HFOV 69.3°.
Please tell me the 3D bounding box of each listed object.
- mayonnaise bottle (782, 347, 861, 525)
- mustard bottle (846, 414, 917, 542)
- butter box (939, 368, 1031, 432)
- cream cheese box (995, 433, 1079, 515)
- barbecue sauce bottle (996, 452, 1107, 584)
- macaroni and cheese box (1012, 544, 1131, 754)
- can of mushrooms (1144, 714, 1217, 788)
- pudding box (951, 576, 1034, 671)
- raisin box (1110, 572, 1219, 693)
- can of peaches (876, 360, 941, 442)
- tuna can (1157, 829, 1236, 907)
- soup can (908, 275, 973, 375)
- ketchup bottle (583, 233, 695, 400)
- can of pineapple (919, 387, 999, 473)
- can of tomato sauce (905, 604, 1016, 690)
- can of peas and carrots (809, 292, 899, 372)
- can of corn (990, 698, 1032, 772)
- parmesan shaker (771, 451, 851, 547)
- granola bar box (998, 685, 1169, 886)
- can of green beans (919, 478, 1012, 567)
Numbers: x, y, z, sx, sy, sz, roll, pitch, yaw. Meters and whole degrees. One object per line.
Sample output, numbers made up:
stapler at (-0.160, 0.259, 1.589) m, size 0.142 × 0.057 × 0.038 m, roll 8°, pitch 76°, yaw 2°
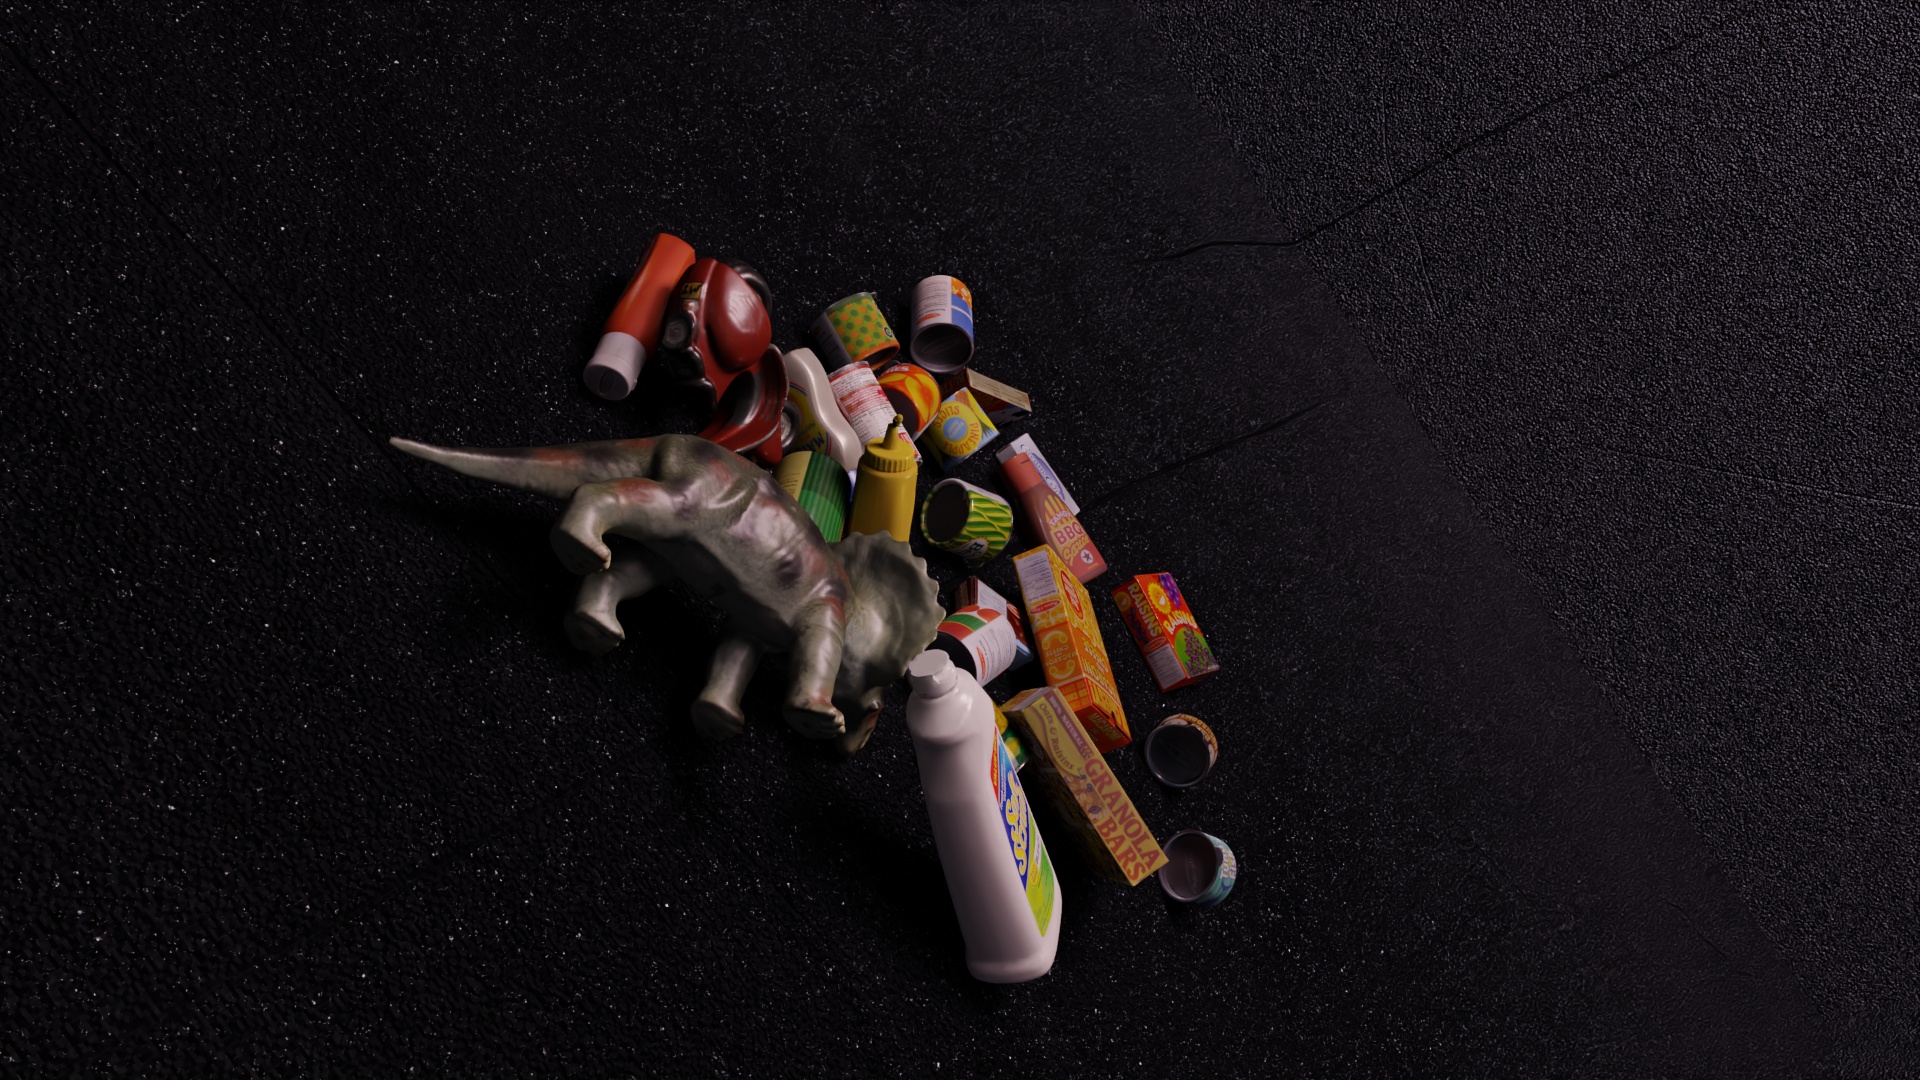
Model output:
mayonnaise bottle at (-0.118, -0.085, 1.169) m, size 0.148 × 0.064 × 0.041 m, roll 61°, pitch 28°, yaw 1°
mustard bottle at (-0.062, -0.031, 1.110) m, size 0.049 × 0.159 × 0.065 m, roll 13°, pitch 29°, yaw 5°
butter box at (0.022, -0.144, 1.437) m, size 0.103 × 0.053 × 0.024 m, roll 16°, pitch 51°, yaw -48°
cream cheese box at (0.082, -0.061, 1.473) m, size 0.104 × 0.024 × 0.053 m, roll 55°, pitch 28°, yaw -2°
barbecue sauce bottle at (0.089, -0.019, 1.420) m, size 0.065 × 0.043 × 0.148 m, roll -25°, pitch 82°, yaw -45°
macaroni and cheese box at (0.105, 0.102, 1.295) m, size 0.123 × 0.040 × 0.167 m, roll 45°, pitch 26°, yaw -56°
can of mushrooms at (0.218, 0.205, 1.364) m, size 0.071 × 0.071 × 0.033 m, roll 58°, pitch 28°, yaw 3°
pudding box at (0.030, 0.076, 1.256) m, size 0.083 × 0.030 × 0.050 m, roll 37°, pitch 34°, yaw -30°
raisin box at (0.223, 0.098, 1.508) m, size 0.086 × 0.040 × 0.123 m, roll -4°, pitch 63°, yaw -56°
can of peaches at (-0.059, -0.126, 1.288) m, size 0.071 × 0.071 × 0.058 m, roll 51°, pitch 31°, yaw -10°
tuna can at (0.219, 0.300, 1.271) m, size 0.033 × 0.071 × 0.071 m, roll 28°, pitch 40°, yaw -42°
soup can at (-0.019, -0.223, 1.445) m, size 0.071 × 0.071 × 0.084 m, roll 36°, pitch 35°, yaw -32°
ketchup bottle at (-0.246, -0.169, 1.066) m, size 0.043 × 0.064 × 0.149 m, roll 25°, pitch 47°, yaw -13°
can of pineapple at (-0.005, -0.107, 1.348) m, size 0.058 × 0.070 × 0.071 m, roll 54°, pitch 30°, yaw -3°
can of tomato sauce at (-0.001, 0.095, 1.160) m, size 0.071 × 0.071 × 0.083 m, roll 58°, pitch 29°, yaw 3°
can of peas and carrots at (-0.096, -0.190, 1.294) m, size 0.059 × 0.070 × 0.071 m, roll 60°, pitch 30°, yaw 6°
can of corn at (0.013, 0.166, 1.106) m, size 0.058 × 0.071 × 0.071 m, roll 53°, pitch 30°, yaw -4°
parmesan shaker at (-0.122, -0.015, 1.083) m, size 0.071 × 0.071 × 0.103 m, roll 41°, pitch 33°, yaw -25°
granola bar box at (0.094, 0.202, 1.148) m, size 0.165 × 0.039 × 0.124 m, roll 57°, pitch -13°, yaw 2°
can of green beans at (0.005, -0.018, 1.276) m, size 0.058 × 0.071 × 0.071 m, roll 21°, pitch 45°, yaw -45°
